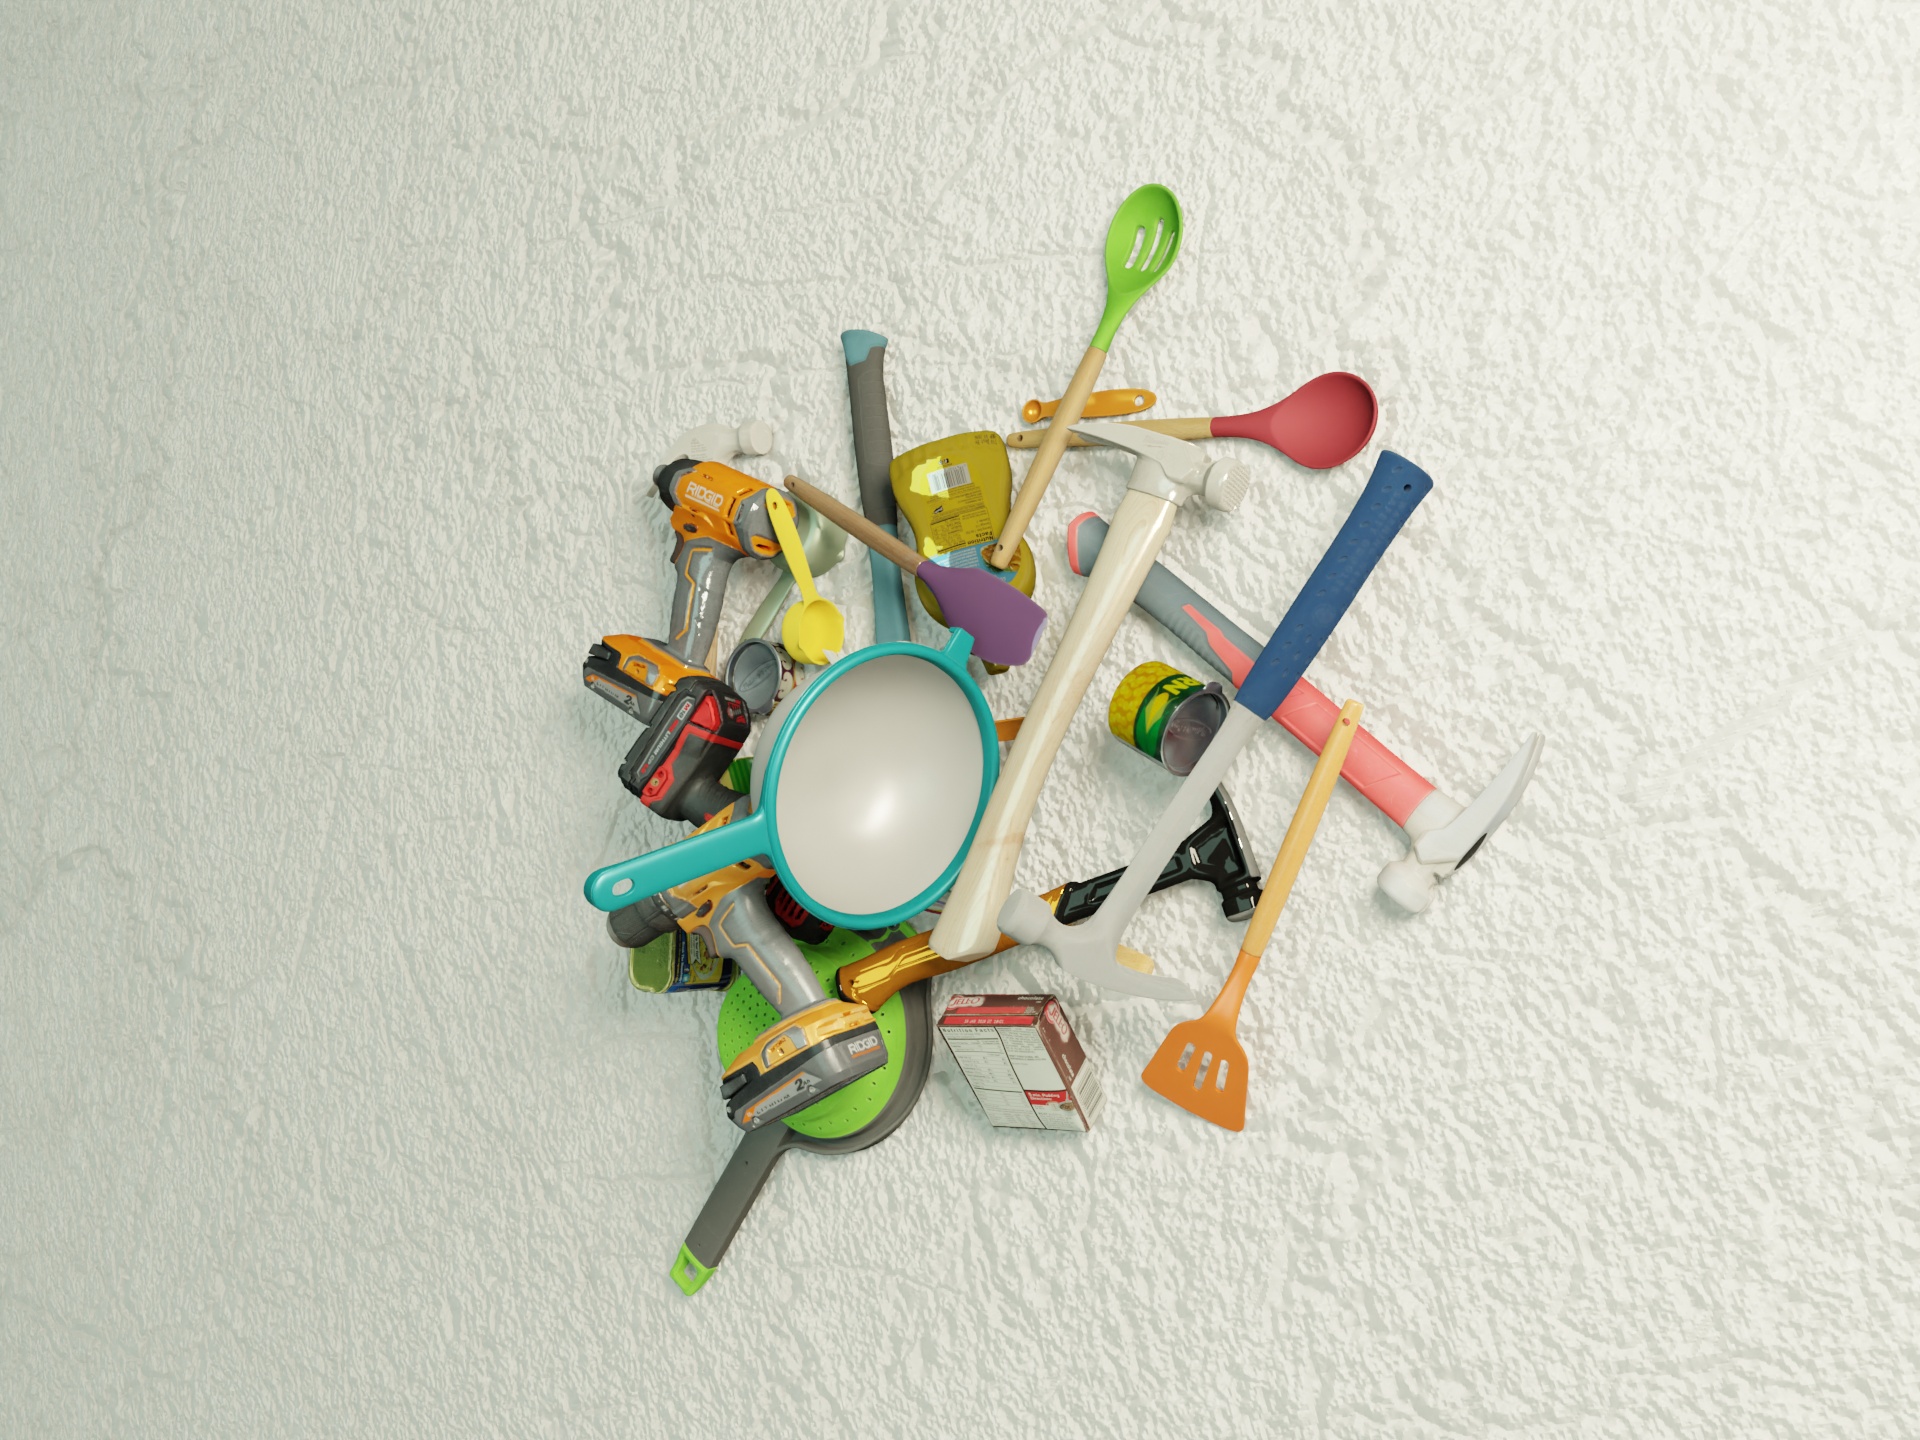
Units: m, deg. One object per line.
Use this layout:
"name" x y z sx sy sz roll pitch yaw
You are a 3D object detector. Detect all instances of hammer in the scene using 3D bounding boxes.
"hammer" 0.053 0.138 1.182 0.337 0.034 0.127 -23 72 18
"hammer" 0.221 -0.044 1.124 0.387 0.038 0.143 45 108 29
"hammer" 0.065 -0.019 1.166 0.146 0.038 0.410 25 92 34
"hammer" 0.192 0.006 1.064 0.405 0.144 0.035 -57 14 4
"hammer" -0.237 -0.105 1.448 0.130 0.031 0.331 -1 85 34
"hammer" -0.066 -0.175 1.339 0.128 0.033 0.331 -13 77 32

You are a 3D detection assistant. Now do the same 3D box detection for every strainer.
"strainer" -0.127 0.059 1.138 0.095 0.340 0.211 16 119 50

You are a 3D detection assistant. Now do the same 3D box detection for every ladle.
"ladle" 0.166 -0.217 1.188 0.315 0.031 0.069 4 86 36

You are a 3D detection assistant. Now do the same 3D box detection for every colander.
"colander" -0.169 0.323 1.316 0.205 0.094 0.397 38 106 31

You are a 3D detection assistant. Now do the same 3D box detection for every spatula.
"spatula" 0.209 0.134 1.087 0.081 0.041 0.322 25 104 20
"spatula" -0.046 -0.127 1.248 0.316 0.018 0.059 37 108 38

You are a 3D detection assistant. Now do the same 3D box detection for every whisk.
"whisk" 0.038 0.151 1.227 0.245 0.051 0.047 20 82 29

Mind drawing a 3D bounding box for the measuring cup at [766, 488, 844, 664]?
"measuring cup" -0.142 -0.120 1.339 0.029 0.062 0.156 -3 113 38

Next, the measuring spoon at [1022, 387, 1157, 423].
"measuring spoon" 0.101 -0.246 1.247 0.117 0.011 0.021 0 84 31

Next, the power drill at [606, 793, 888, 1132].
"power drill" -0.172 0.193 1.212 0.185 0.084 0.226 -34 75 27

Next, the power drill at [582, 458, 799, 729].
"power drill" -0.244 -0.117 1.388 0.164 0.084 0.226 28 98 37

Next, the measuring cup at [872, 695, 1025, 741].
"measuring cup" -0.002 -0.004 1.256 0.173 0.095 0.052 -7 41 19

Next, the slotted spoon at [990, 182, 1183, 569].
"slotted spoon" 0.093 -0.260 1.219 0.070 0.031 0.314 26 92 38

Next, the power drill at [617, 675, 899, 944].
"power drill" -0.156 0.063 1.288 0.220 0.078 0.143 37 94 20

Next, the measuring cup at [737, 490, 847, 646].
"measuring cup" -0.163 -0.128 1.394 0.083 0.038 0.167 41 105 31
